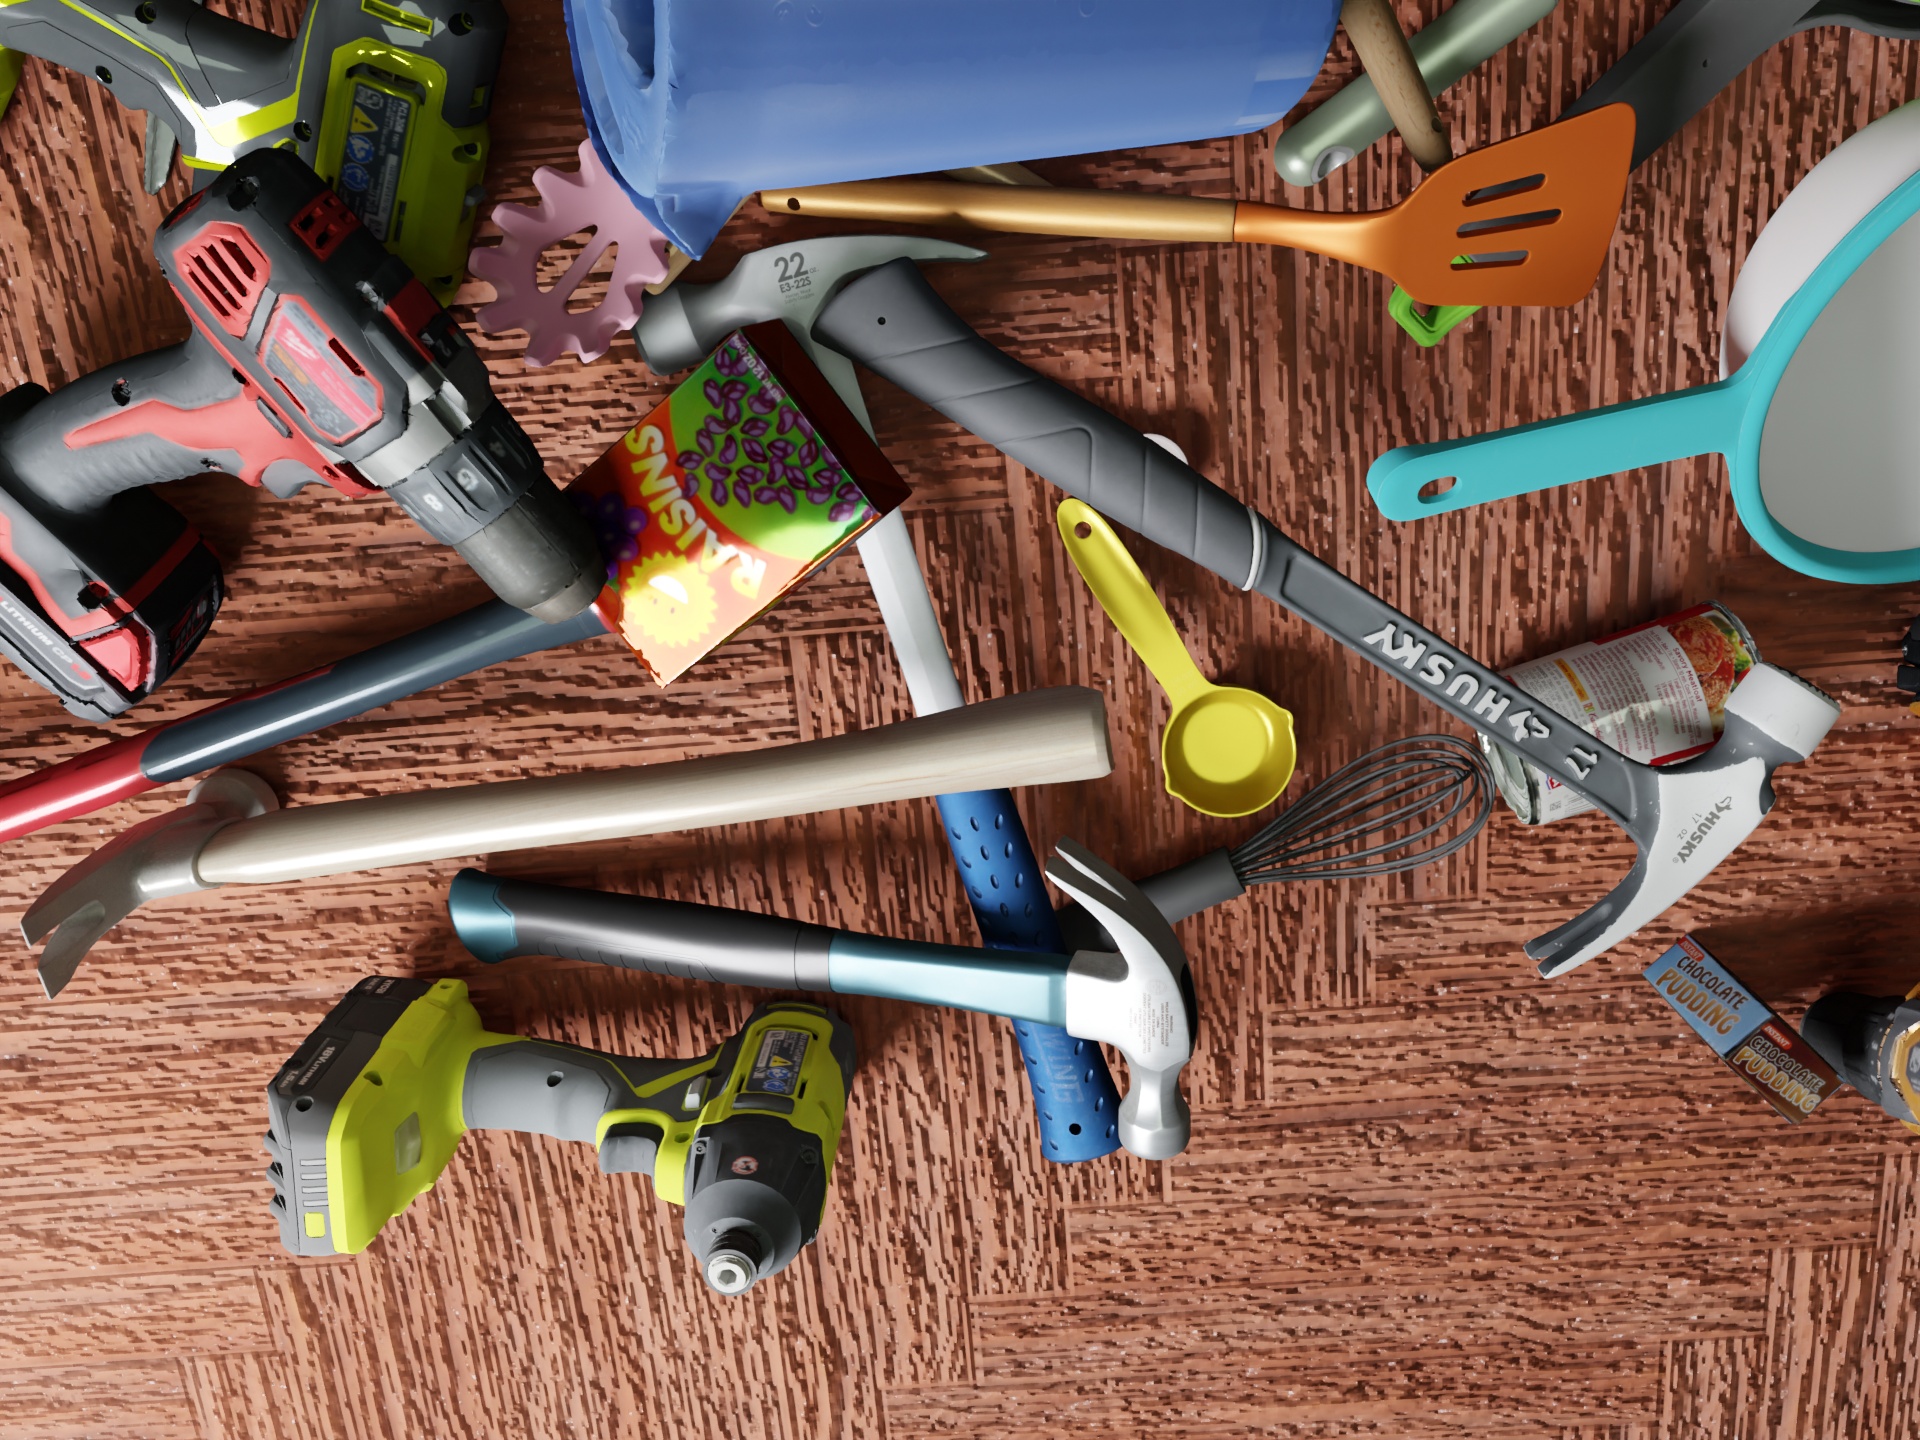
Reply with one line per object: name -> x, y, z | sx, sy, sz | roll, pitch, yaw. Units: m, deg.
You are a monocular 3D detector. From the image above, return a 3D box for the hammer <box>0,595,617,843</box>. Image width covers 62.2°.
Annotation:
hammer -> -0.322, 0.016, 0.647 | 0.386, 0.143, 0.038 | -20, 111, 2

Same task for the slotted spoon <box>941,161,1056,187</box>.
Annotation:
slotted spoon -> -0.092, -0.266, 0.608 | 0.313, 0.031, 0.070 | 26, 106, -10

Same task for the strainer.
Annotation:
strainer -> 0.307, -0.144, 0.590 | 0.340, 0.095, 0.210 | -13, 137, 0

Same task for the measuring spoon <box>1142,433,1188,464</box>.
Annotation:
measuring spoon -> 0.037, -0.122, 0.661 | 0.124, 0.018, 0.034 | 26, 106, -1

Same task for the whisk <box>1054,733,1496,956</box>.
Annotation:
whisk -> 0.121, 0.069, 0.705 | 0.239, 0.055, 0.055 | -24, 106, 12

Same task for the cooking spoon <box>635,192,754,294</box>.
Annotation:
cooking spoon -> -0.012, -0.281, 0.590 | 0.068, 0.017, 0.319 | 43, 95, -8

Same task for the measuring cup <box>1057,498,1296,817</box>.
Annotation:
measuring cup -> 0.088, -0.030, 0.687 | 0.062, 0.029, 0.156 | -33, 93, 10

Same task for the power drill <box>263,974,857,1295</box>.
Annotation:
power drill -> -0.164, 0.174, 0.673 | 0.223, 0.171, 0.080 | 4, 108, 2

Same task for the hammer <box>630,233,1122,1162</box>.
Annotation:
hammer -> -0.001, -0.002, 0.665 | 0.144, 0.035, 0.405 | -17, 102, 8

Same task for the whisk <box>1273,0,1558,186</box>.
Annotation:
whisk -> 0.223, -0.283, 0.595 | 0.246, 0.057, 0.059 | -35, 70, 13

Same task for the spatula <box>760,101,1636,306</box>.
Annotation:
spatula -> 0.081, -0.195, 0.602 | 0.322, 0.041, 0.081 | 7, 138, 12

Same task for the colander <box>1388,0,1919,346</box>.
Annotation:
colander -> 0.321, -0.262, 0.543 | 0.204, 0.095, 0.397 | 30, 118, -36

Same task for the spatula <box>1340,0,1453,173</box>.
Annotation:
spatula -> 0.106, -0.342, 0.557 | 0.082, 0.044, 0.317 | -35, 101, -28

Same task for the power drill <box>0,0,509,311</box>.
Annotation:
power drill -> -0.296, -0.210, 0.592 | 0.228, 0.080, 0.190 | 18, 119, -10

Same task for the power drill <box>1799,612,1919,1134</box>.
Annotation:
power drill -> 0.426, 0.066, 0.655 | 0.084, 0.185, 0.226 | 11, 88, -3

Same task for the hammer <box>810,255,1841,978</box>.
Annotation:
hammer -> 0.124, -0.051, 0.610 | 0.409, 0.036, 0.149 | 31, 104, -4

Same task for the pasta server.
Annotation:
pasta server -> -0.065, -0.258, 0.568 | 0.060, 0.040, 0.316 | 38, 95, -13

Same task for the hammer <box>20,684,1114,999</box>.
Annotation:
hammer -> -0.146, 0.037, 0.618 | 0.410, 0.146, 0.038 | -8, 109, 9

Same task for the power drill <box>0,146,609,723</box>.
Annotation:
power drill -> -0.261, -0.081, 0.594 | 0.226, 0.080, 0.187 | -24, 122, 24

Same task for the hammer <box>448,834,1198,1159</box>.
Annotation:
hammer -> -0.065, 0.101, 0.674 | 0.331, 0.033, 0.128 | 5, 111, 15
